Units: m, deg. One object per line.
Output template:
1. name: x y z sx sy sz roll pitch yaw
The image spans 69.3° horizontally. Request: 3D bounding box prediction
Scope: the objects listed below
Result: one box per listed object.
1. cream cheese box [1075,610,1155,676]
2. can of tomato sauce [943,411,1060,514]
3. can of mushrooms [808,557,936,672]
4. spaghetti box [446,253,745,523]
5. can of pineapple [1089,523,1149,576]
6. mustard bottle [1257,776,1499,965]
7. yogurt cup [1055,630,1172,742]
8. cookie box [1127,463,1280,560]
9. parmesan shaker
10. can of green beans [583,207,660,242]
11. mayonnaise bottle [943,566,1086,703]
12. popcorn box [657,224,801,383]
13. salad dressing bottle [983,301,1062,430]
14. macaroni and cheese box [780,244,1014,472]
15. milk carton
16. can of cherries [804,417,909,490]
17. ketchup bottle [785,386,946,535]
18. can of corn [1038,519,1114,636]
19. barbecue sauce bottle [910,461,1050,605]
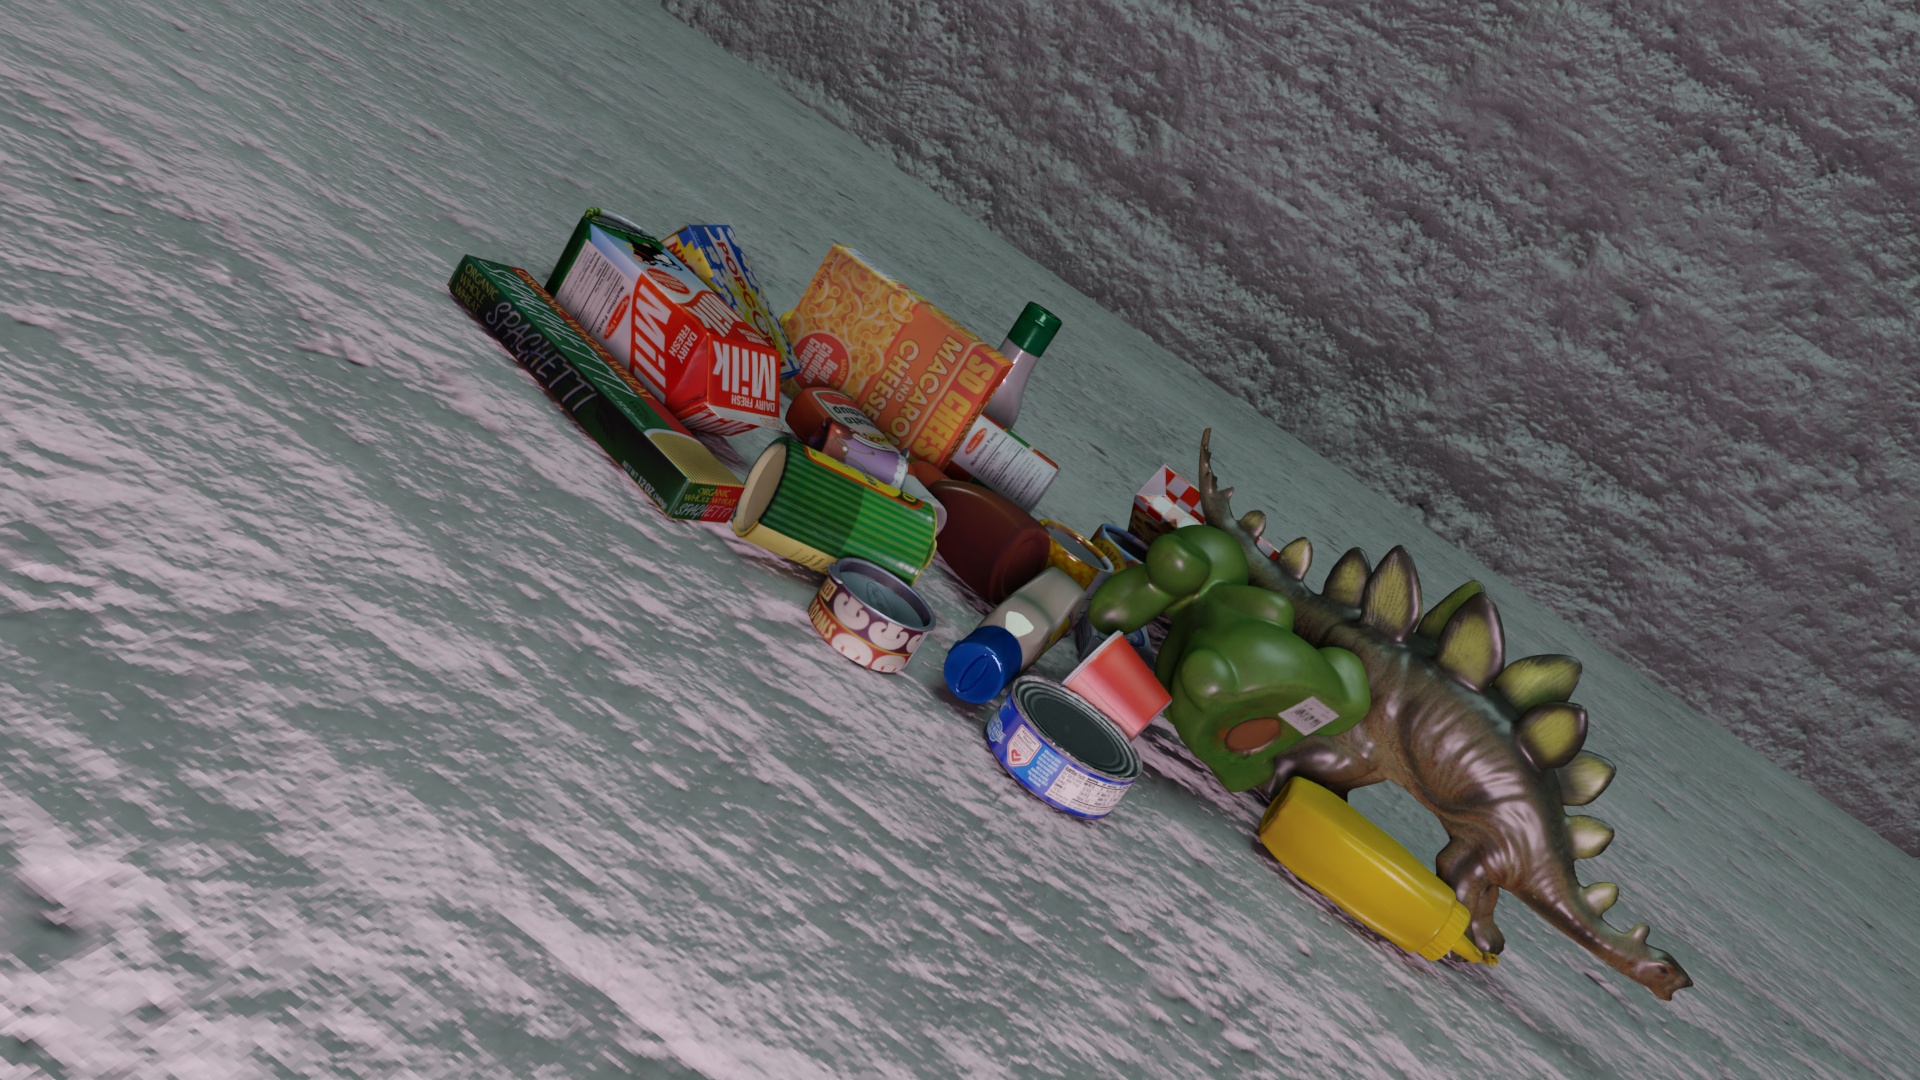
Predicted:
1. cream cheese box: 0.111 0.070 1.011 0.053 0.024 0.104 31 17 -9
2. can of tomato sauce: 0.031 -0.057 1.147 0.083 0.071 0.071 35 17 4
3. can of mushrooms: -0.052 0.041 0.780 0.071 0.033 0.071 31 18 -11
4. spaghetti box: -0.226 -0.096 0.846 0.250 0.028 0.050 42 18 26
5. can of pineapple: 0.120 0.028 1.086 0.071 0.057 0.071 30 17 -10
6. mustard bottle: 0.259 0.212 0.851 0.160 0.048 0.065 38 17 10
7. yogurt cup: 0.090 0.096 0.839 0.054 0.072 0.072 45 19 10
8. cookie box: 0.193 0.022 1.125 0.123 0.040 0.166 39 -17 16
9. parmesan shaker: -0.073 -0.013 0.825 0.103 0.071 0.071 25 19 -26
10. can of green beans: -0.261 -0.207 1.036 0.071 0.057 0.071 31 17 -10
11. mayonnaise bottle: 0.031 0.060 0.838 0.041 0.064 0.148 40 22 8
12. popcorn box: -0.173 -0.171 1.040 0.126 0.038 0.085 64 17 -6
13. salad dressing bottle: 0.038 -0.145 1.257 0.064 0.147 0.044 33 16 -4
14. macaroni and cheese box: -0.059 -0.137 1.099 0.166 0.123 0.040 37 18 9
15. milk carton: -0.192 -0.132 0.928 0.191 0.073 0.072 43 19 27
16. can of cherries: -0.074 -0.041 0.899 0.058 0.071 0.072 27 18 -17
17. ketchup bottle: -0.065 -0.053 0.996 0.065 0.043 0.149 14 27 -49
18. can of corn: 0.066 0.025 0.995 0.071 0.058 0.071 31 17 -10
19. barbecue sauce bottle: 0.004 -0.012 0.985 0.044 0.064 0.149 9 19 -37
